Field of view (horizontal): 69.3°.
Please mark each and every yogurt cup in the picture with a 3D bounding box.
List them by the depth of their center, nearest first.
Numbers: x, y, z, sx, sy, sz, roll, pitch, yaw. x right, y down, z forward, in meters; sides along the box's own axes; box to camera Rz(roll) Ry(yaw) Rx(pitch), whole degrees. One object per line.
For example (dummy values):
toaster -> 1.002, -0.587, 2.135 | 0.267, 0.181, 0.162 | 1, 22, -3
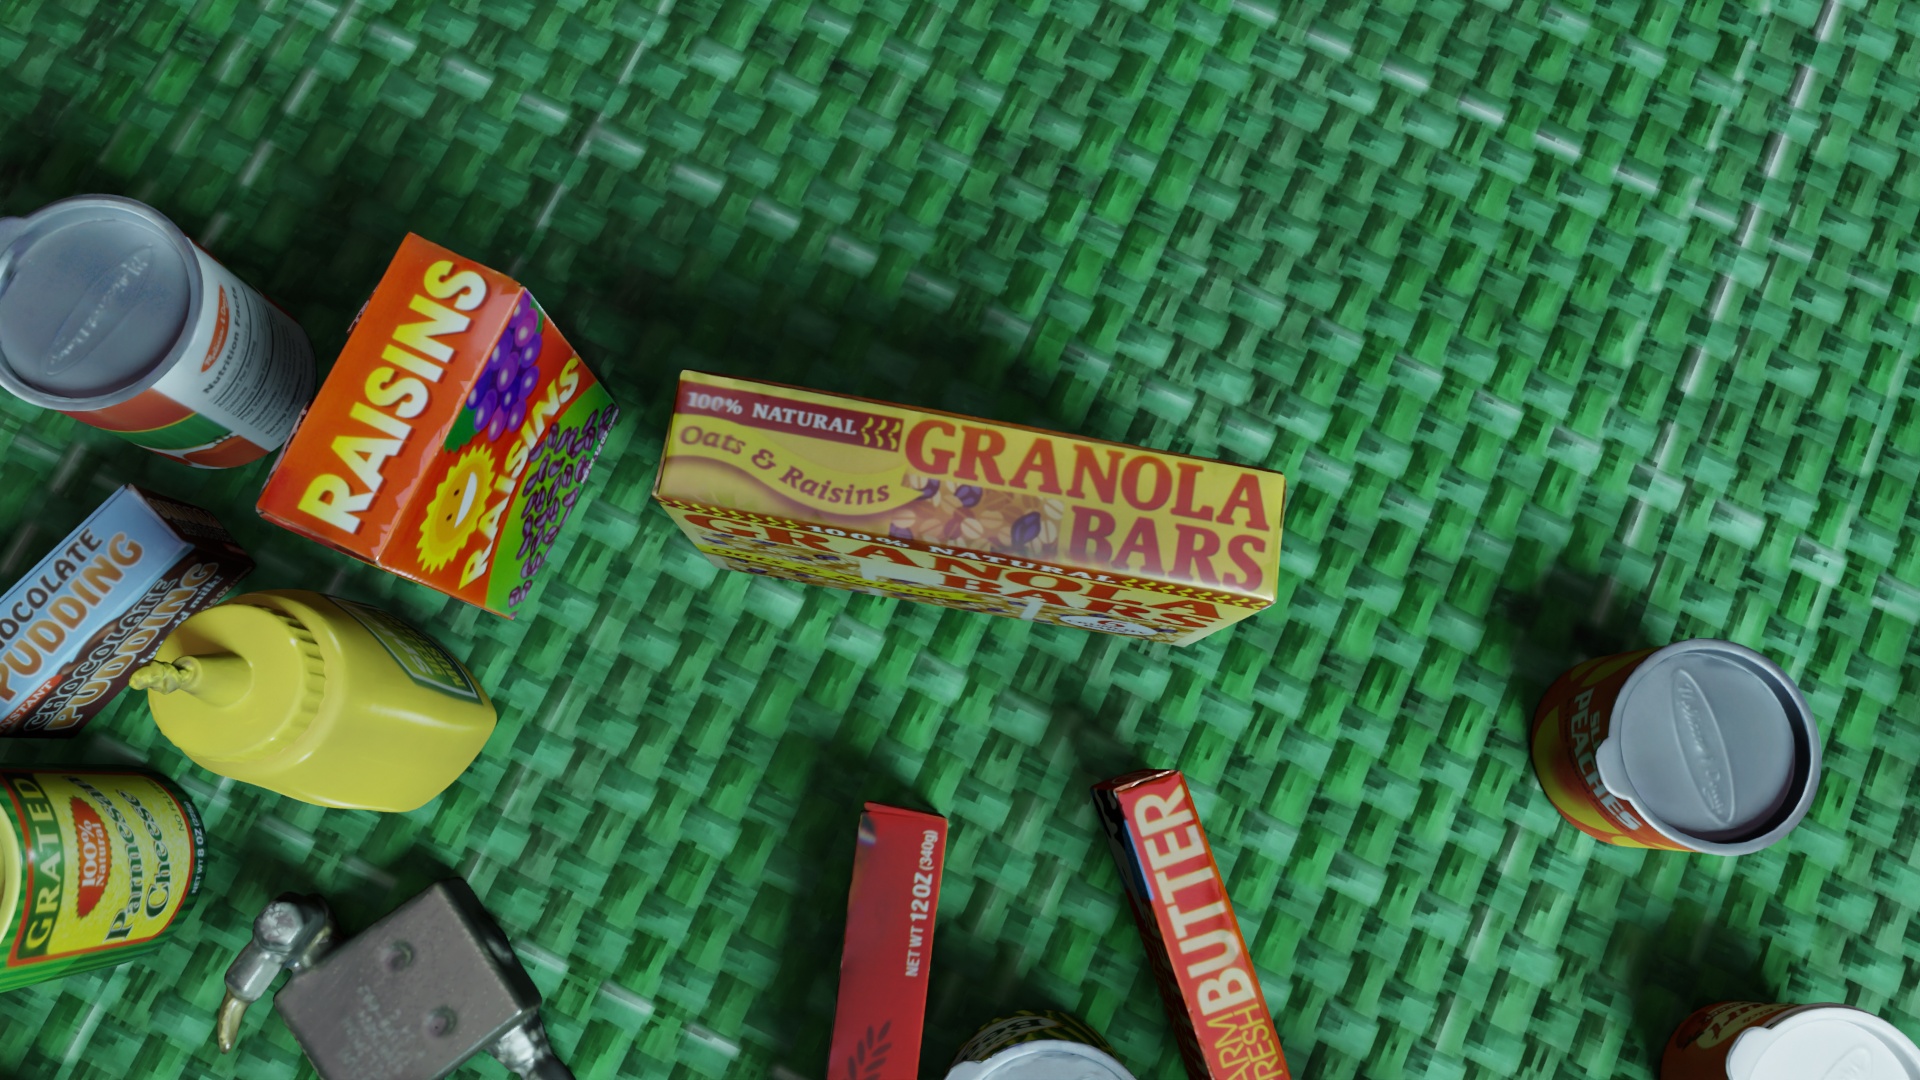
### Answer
yogurt cup -> 0.259, 0.177, 0.435 | 0.072, 0.054, 0.072 | 0, 80, -2

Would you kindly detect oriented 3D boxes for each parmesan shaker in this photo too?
parmesan shaker -> -0.276, 0.094, 0.404 | 0.071, 0.103, 0.071 | 0, 80, -2

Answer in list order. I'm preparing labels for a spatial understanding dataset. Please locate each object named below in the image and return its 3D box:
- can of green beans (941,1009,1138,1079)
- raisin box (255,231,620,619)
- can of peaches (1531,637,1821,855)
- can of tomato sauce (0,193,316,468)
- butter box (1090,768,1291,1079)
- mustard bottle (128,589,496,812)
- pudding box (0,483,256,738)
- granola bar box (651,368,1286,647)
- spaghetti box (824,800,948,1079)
can of green beans -> 0.025, 0.181, 0.423 | 0.071, 0.057, 0.071 | 0, 80, -2
raisin box -> -0.150, -0.028, 0.421 | 0.040, 0.123, 0.086 | 25, 80, 2
can of peaches -> 0.227, 0.068, 0.452 | 0.071, 0.058, 0.071 | 0, 80, -2
can of tomato sauce -> -0.258, -0.063, 0.444 | 0.071, 0.083, 0.071 | 0, 80, -2
butter box -> 0.071, 0.124, 0.438 | 0.024, 0.053, 0.103 | -18, 81, -5
mustard bottle -> -0.180, 0.043, 0.388 | 0.065, 0.160, 0.049 | 40, 81, 5
pudding box -> -0.276, 0.024, 0.444 | 0.030, 0.049, 0.084 | 43, 81, 5
granola bar box -> 0.002, -0.005, 0.422 | 0.166, 0.124, 0.039 | 10, 80, 0
spaghetti box -> -0.033, 0.206, 0.420 | 0.029, 0.050, 0.250 | 7, 79, -1
